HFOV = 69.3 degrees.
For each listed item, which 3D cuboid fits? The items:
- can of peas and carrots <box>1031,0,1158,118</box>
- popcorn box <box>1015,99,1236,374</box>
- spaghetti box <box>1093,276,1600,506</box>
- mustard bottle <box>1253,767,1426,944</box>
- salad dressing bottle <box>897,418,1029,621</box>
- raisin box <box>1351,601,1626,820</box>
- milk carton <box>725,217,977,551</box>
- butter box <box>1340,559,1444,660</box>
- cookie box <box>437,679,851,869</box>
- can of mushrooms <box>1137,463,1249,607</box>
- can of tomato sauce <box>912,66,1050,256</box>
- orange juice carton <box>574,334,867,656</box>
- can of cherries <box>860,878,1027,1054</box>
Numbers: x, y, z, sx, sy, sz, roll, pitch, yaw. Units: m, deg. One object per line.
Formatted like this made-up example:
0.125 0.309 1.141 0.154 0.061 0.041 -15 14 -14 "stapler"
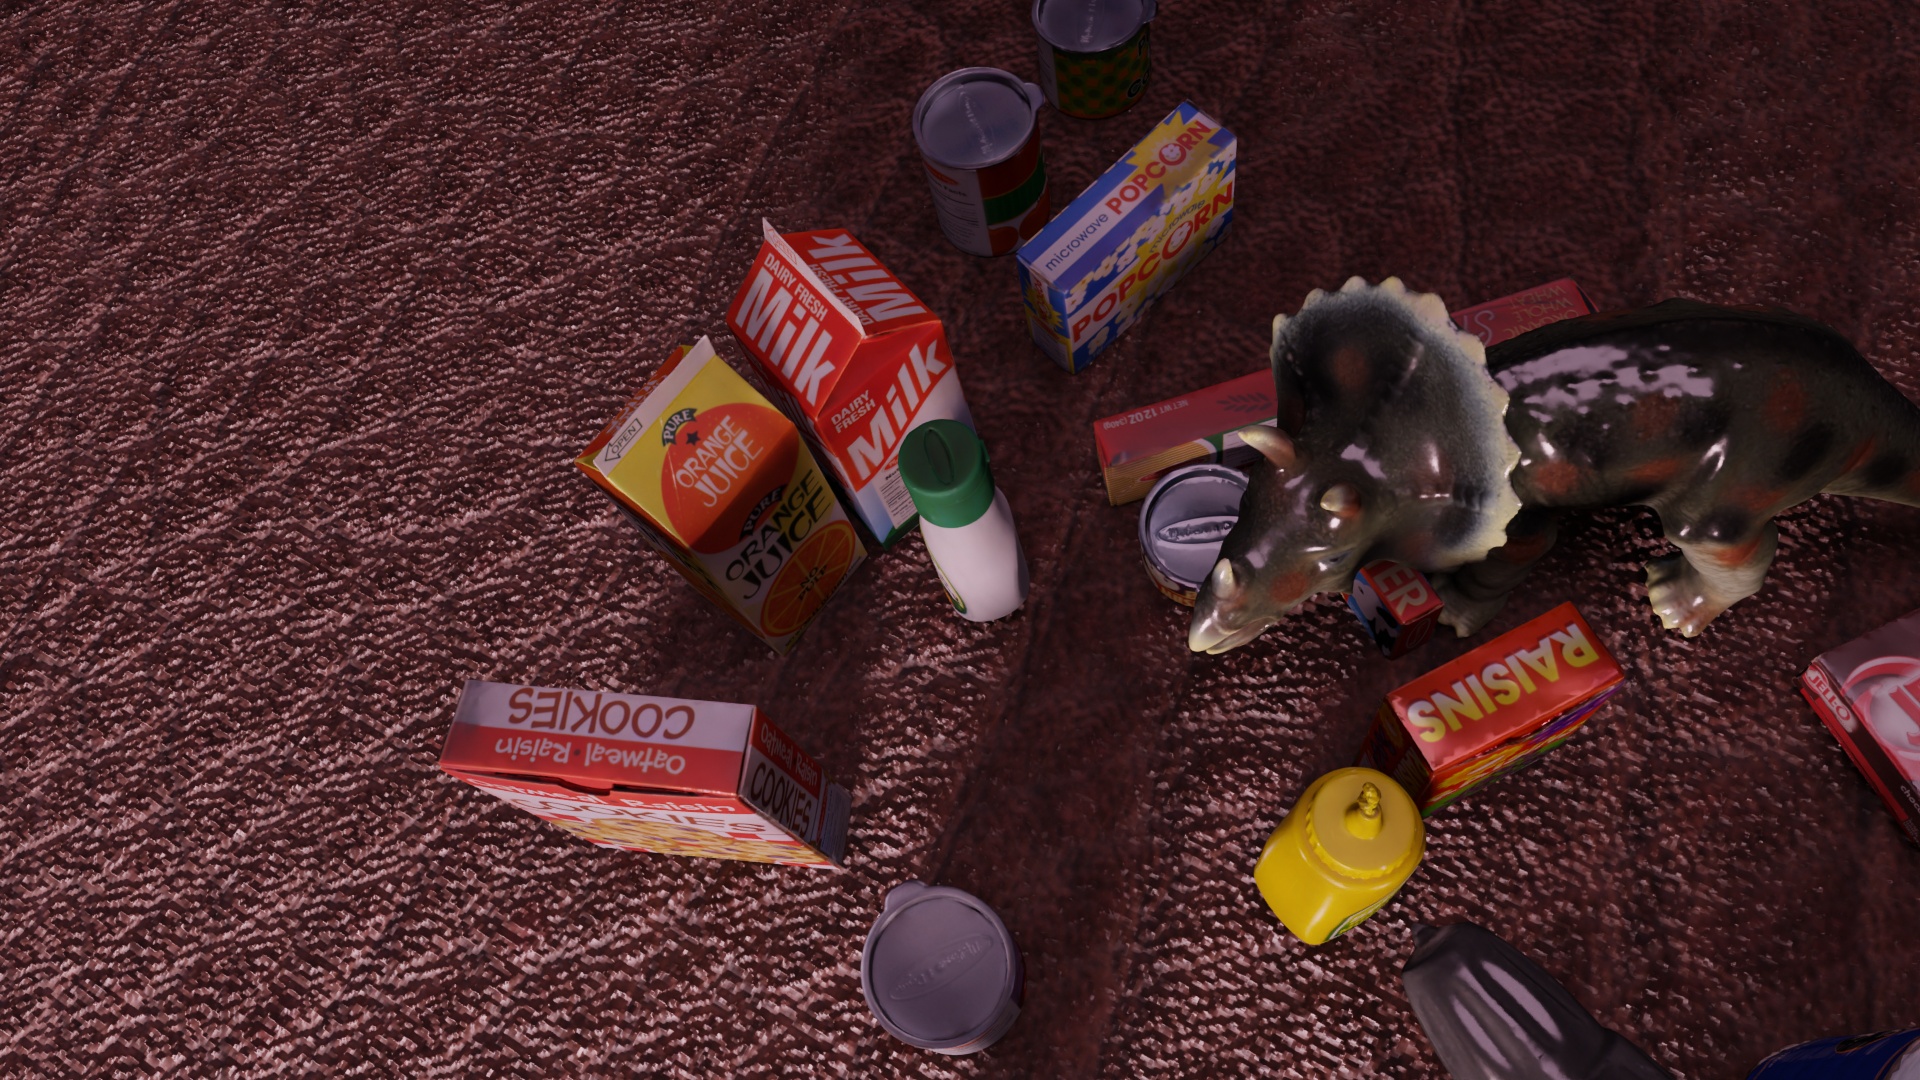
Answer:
0.079 -0.287 0.800 0.071 0.058 0.071 -3 67 8 "can of peas and carrots"
0.088 -0.157 0.728 0.127 0.085 0.038 -43 68 -10 "popcorn box"
0.190 -0.073 0.695 0.250 0.050 0.029 -17 66 1 "spaghetti box"
0.154 0.123 0.556 0.065 0.159 0.049 -36 67 -6 "mustard bottle"
0.002 -0.008 0.644 0.044 0.147 0.064 -20 66 1 "salad dressing bottle"
0.217 0.079 0.585 0.086 0.123 0.040 -26 66 -2 "raisin box"
-0.048 -0.076 0.657 0.073 0.190 0.072 -40 67 -8 "milk carton"
0.187 0.003 0.661 0.024 0.053 0.104 -28 66 -3 "butter box"
-0.127 0.107 0.604 0.123 0.167 0.040 3 68 10 "cookie box"
0.121 0.000 0.684 0.071 0.033 0.071 -3 67 8 "can of mushrooms"
0.015 -0.207 0.763 0.071 0.083 0.071 -3 67 8 "can of tomato sauce"
-0.110 -0.021 0.643 0.073 0.192 0.072 34 77 20 "orange juice carton"
-0.006 0.187 0.610 0.071 0.058 0.072 -3 67 8 "can of cherries"
